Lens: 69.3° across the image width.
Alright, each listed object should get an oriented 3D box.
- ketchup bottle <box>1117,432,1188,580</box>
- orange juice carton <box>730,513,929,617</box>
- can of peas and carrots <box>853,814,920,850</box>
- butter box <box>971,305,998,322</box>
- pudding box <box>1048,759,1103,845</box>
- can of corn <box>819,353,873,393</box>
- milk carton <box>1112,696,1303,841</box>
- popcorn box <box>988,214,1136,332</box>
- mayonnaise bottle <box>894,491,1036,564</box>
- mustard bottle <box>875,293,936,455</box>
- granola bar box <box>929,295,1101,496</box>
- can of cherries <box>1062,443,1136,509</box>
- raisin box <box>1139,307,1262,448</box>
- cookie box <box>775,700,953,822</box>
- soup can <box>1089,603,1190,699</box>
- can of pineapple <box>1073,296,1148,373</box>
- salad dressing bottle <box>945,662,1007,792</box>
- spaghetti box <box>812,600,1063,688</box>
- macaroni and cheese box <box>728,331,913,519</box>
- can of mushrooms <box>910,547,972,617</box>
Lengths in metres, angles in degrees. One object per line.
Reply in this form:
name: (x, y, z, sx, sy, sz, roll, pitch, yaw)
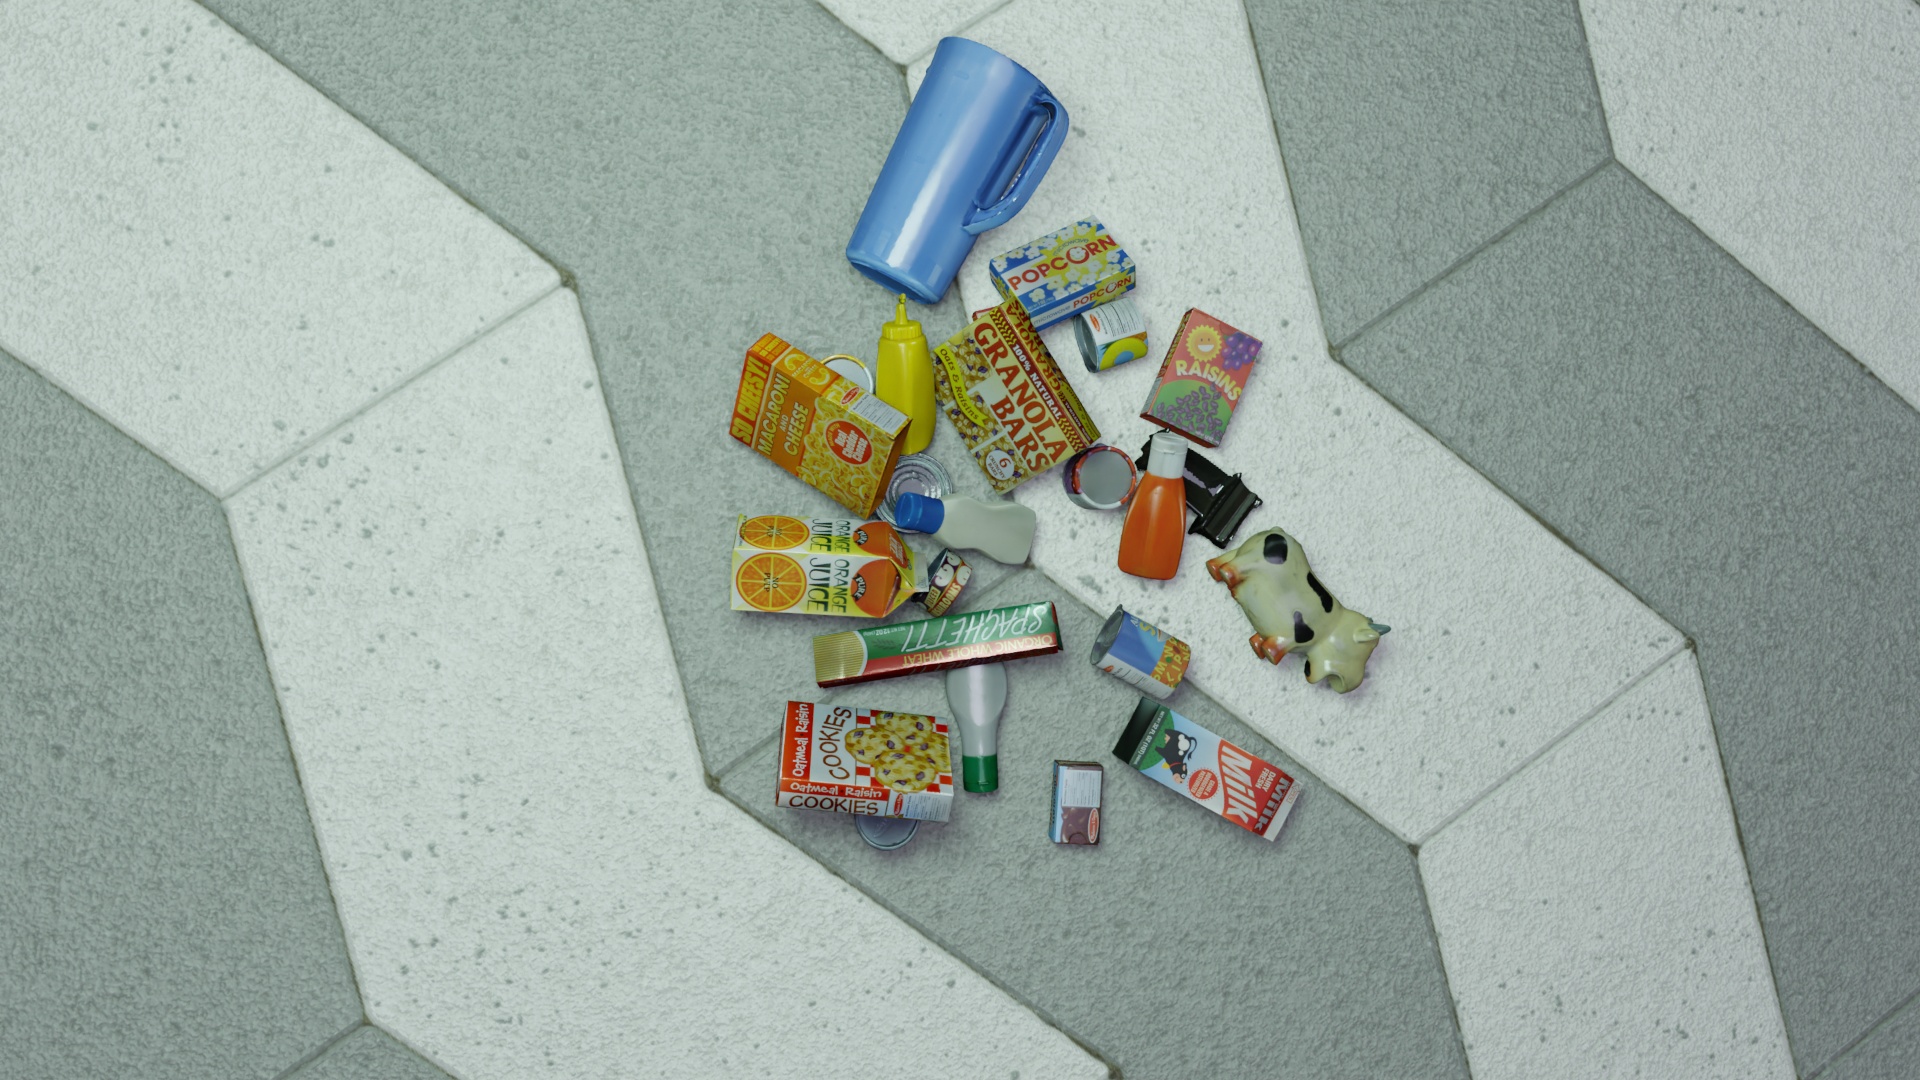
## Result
ketchup bottle: (0.203, -0.035, 1.428, 0.065, 0.044, 0.148, 10, 111, 6)
orange juice carton: (-0.128, 0.026, 1.378, 0.193, 0.072, 0.072, 3, 120, -6)
can of peas and carrots: (-0.078, 0.274, 1.408, 0.071, 0.058, 0.071, 0, 90, -7)
butter box: (0.051, -0.193, 1.441, 0.053, 0.024, 0.103, -16, 93, -8)
pudding box: (0.120, 0.273, 1.450, 0.050, 0.030, 0.083, 3, 90, -9)
can of corn: (-0.124, -0.153, 1.400, 0.071, 0.058, 0.071, 0, 90, -8)
milk carton: (0.263, 0.241, 1.448, 0.190, 0.073, 0.072, 30, 86, -7)
popcorn box: (0.104, -0.272, 1.418, 0.127, 0.038, 0.085, -25, 58, -11)
mayonnaise bottle: (0.005, -0.018, 1.400, 0.148, 0.041, 0.064, 13, 91, -31)
mustard bottle: (-0.056, -0.168, 1.385, 0.049, 0.065, 0.159, 9, 113, 25)
granola bar box: (0.047, -0.142, 1.397, 0.124, 0.039, 0.165, -29, 96, 37)
can of cherries: (0.144, -0.067, 1.437, 0.071, 0.058, 0.071, 0, 91, -8)
raisin box: (0.253, -0.170, 1.462, 0.086, 0.040, 0.123, 24, 86, -6)
cookie box: (-0.095, 0.218, 1.373, 0.167, 0.123, 0.040, 7, 119, -8)
soup can: (0.188, 0.116, 1.441, 0.084, 0.071, 0.071, 28, 87, -8)
can of pineapple: (0.155, -0.212, 1.436, 0.058, 0.071, 0.071, -18, 93, -8)
salad dressing bottle: (0.018, 0.183, 1.429, 0.064, 0.044, 0.147, -2, 92, -8)
spaghetti box: (-0.024, 0.104, 1.397, 0.250, 0.028, 0.050, -9, 70, 5)
macaroni and cheese box: (-0.138, -0.111, 1.352, 0.166, 0.123, 0.040, 32, 48, 7)
can of mushrooms: (-0.020, 0.044, 1.409, 0.033, 0.071, 0.071, 35, 86, -8)
